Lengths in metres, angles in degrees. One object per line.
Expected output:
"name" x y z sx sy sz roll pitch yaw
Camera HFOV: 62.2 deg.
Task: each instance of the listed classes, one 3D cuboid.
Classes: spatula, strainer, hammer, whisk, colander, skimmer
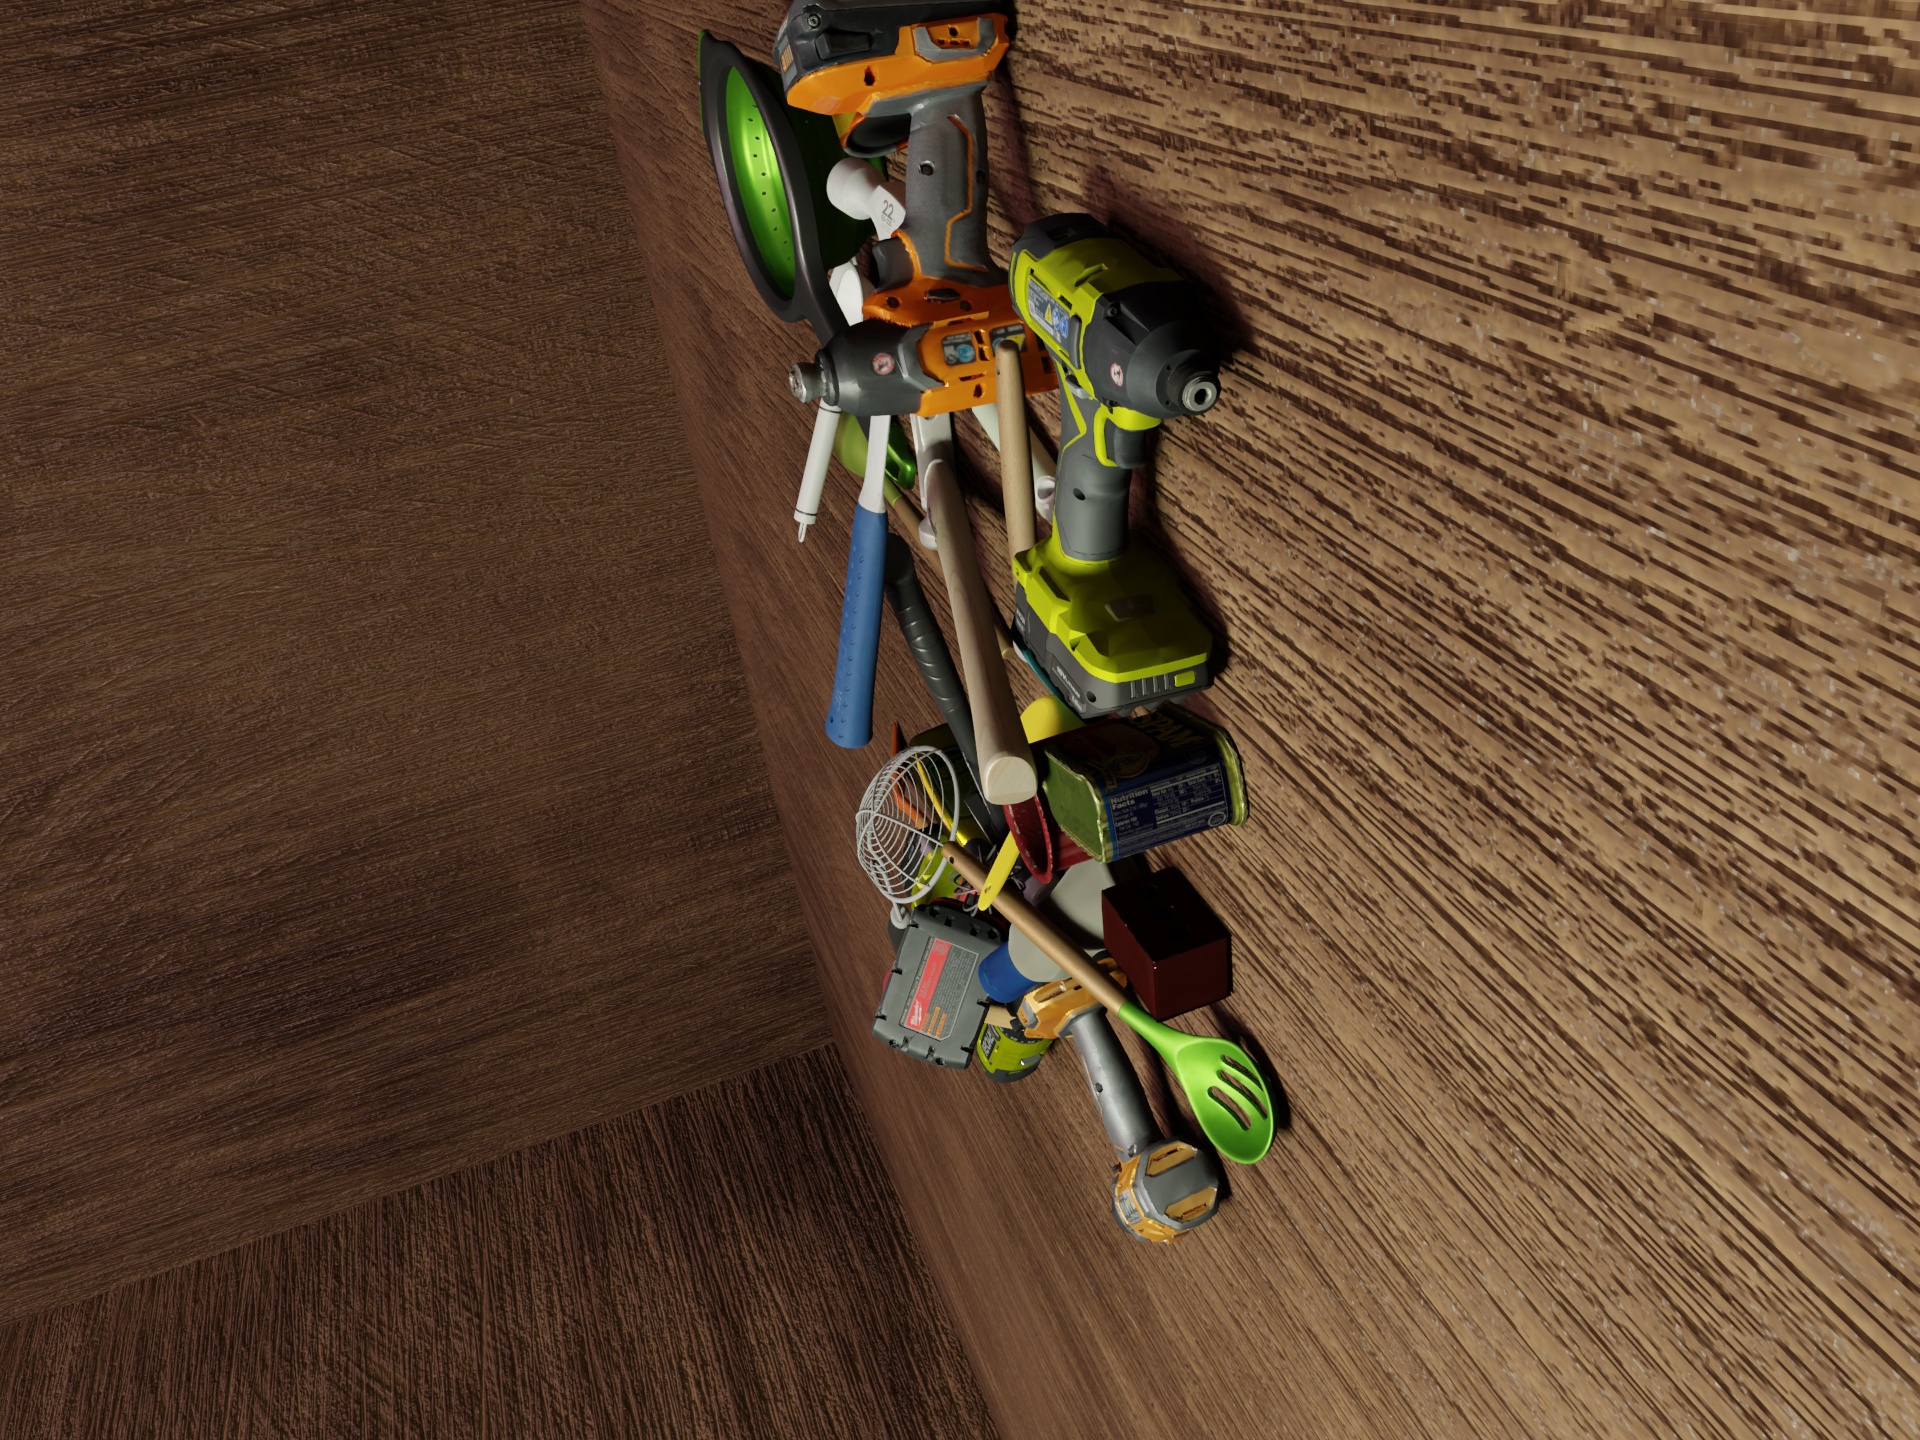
"spatula" -0.023 0.117 1.685 0.323 0.041 0.081 -128 24 -50
"strainer" -0.103 -0.270 1.317 0.087 0.050 0.258 49 128 55
"hammer" -0.002 -0.004 1.239 0.334 0.035 0.146 66 174 -35
"hammer" -0.056 -0.151 1.066 0.144 0.035 0.405 46 139 41
"whisk" 0.015 -0.213 1.036 0.059 0.058 0.247 32 -156 -52
"colander" -0.083 -0.343 1.170 0.204 0.094 0.397 105 142 -64
"whisk" 0.017 0.112 1.228 0.239 0.055 0.055 -138 31 -87
"hammer" 0.003 -0.093 1.051 0.411 0.038 0.146 -102 4 -54
"skimmer" -0.031 0.145 1.385 0.363 0.090 0.127 81 -178 -61
"spatula" 0.048 -0.103 0.959 0.317 0.044 0.082 82 166 -52

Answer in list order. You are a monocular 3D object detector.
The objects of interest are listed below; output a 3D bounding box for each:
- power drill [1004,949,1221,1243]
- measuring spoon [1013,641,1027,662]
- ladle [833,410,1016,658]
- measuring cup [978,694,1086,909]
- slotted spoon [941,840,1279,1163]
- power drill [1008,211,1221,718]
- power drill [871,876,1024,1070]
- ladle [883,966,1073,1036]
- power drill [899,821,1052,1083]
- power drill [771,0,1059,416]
"power drill" 0.110 0.280 1.187 0.185 0.084 0.226 99 147 -67
"measuring spoon" 0.040 -0.095 1.125 0.034 0.018 0.124 -130 26 -61
"ladle" -0.026 -0.164 1.301 0.320 0.062 0.078 56 150 34
"measuring cup" 0.038 0.053 1.076 0.029 0.156 0.062 32 164 -24
"slotted spoon" 0.090 0.167 1.025 0.314 0.031 0.070 39 126 36
"power drill" 0.079 -0.119 0.796 0.171 0.080 0.223 -120 21 -50
"power drill" -0.003 0.199 1.270 0.219 0.078 0.143 -11 -59 -82
"ladle" 0.014 0.254 1.394 0.315 0.031 0.069 -7 100 62
"power drill" 0.025 0.203 1.463 0.190 0.080 0.229 104 145 -58
"power drill" -0.032 -0.279 0.865 0.084 0.164 0.226 -165 60 -72
